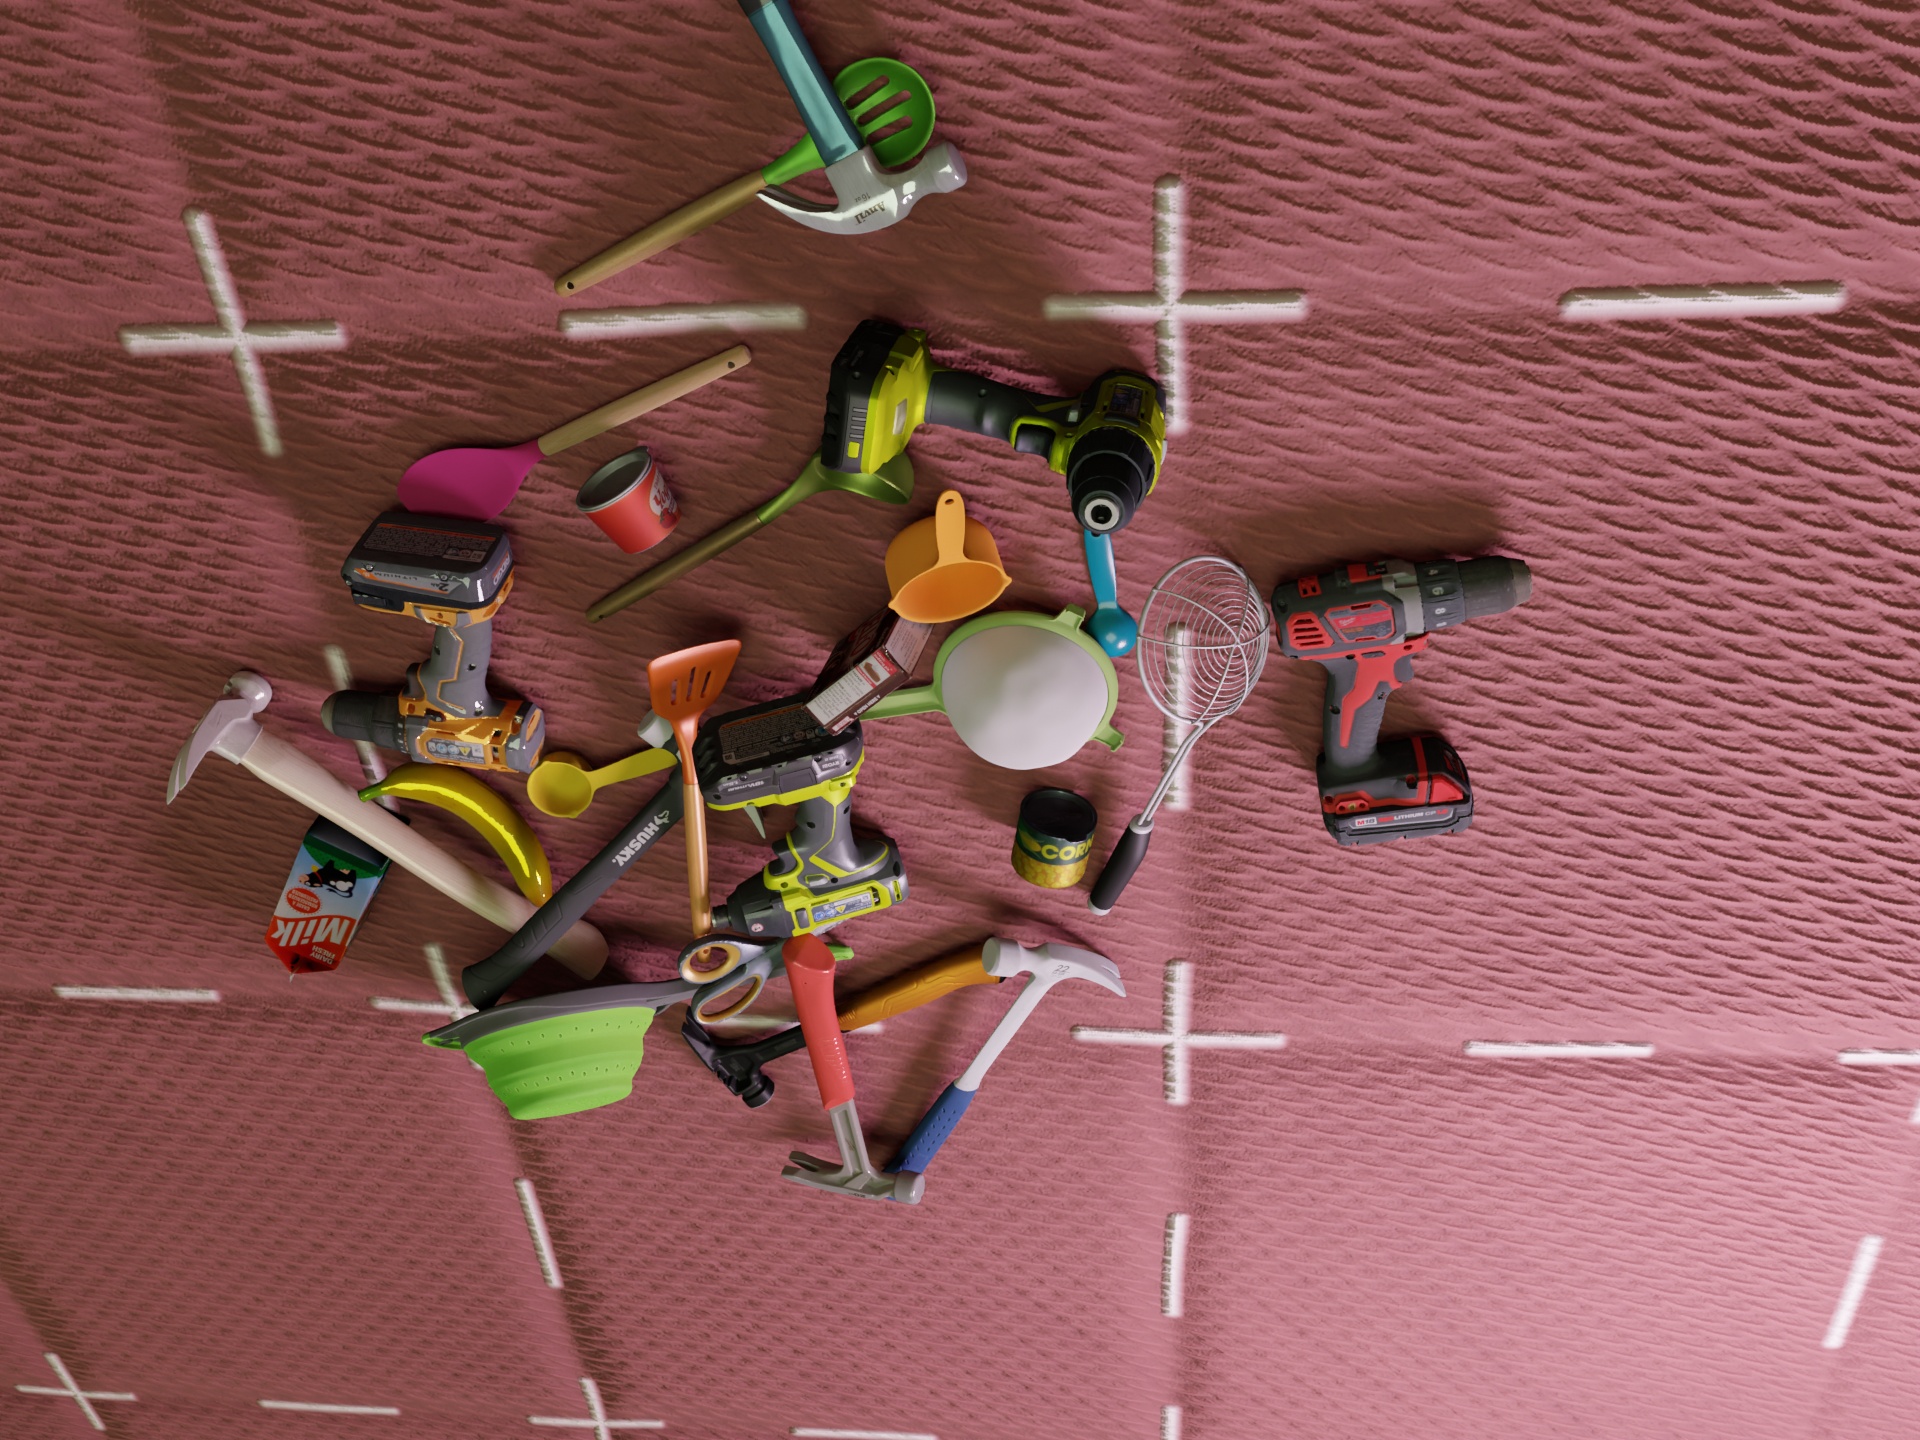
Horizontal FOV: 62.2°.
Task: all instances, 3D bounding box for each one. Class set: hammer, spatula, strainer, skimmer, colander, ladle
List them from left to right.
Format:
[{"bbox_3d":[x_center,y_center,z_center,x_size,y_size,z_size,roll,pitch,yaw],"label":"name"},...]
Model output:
[{"bbox_3d":[-0.489,0.121,1.406,0.410,0.146,0.038,38,122,-23],"label":"hammer"},{"bbox_3d":[-0.317,0.143,1.398,0.334,0.035,0.146,-44,115,13],"label":"hammer"},{"bbox_3d":[-0.286,0.292,1.468,0.397,0.095,0.204,-14,164,0],"label":"colander"},{"bbox_3d":[-0.221,0.075,1.336,0.081,0.041,0.322,-16,122,-29],"label":"spatula"},{"bbox_3d":[-0.172,-0.136,1.229,0.320,0.062,0.078,-25,147,26],"label":"ladle"},{"bbox_3d":[-0.127,-0.459,0.991,0.128,0.033,0.330,-21,112,23],"label":"hammer"},{"bbox_3d":[-0.129,0.333,1.499,0.149,0.037,0.358,7,131,19],"label":"hammer"},{"bbox_3d":[-0.105,0.273,1.512,0.337,0.034,0.127,-25,119,22],"label":"hammer"},{"bbox_3d":[-0.002,-0.004,1.280,0.256,0.069,0.151,-7,130,17],"label":"strainer"},{"bbox_3d":[0.015,0.345,1.531,0.144,0.035,0.405,10,131,-24],"label":"hammer"},{"bbox_3d":[0.154,0.025,1.301,0.127,0.090,0.363,-15,146,-30],"label":"skimmer"}]

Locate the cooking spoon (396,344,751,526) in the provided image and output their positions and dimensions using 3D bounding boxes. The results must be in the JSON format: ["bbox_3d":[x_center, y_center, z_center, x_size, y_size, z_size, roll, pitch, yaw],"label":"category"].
[{"bbox_3d":[-0.296,-0.218,1.210,0.319,0.017,0.068,-19,127,20],"label":"cooking spoon"}]

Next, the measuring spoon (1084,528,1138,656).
[{"bbox_3d":[0.112,-0.100,1.234,0.042,0.021,0.128,-6,125,11],"label":"measuring spoon"}]

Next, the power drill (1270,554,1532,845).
[{"bbox_3d":[0.348,-0.023,1.228,0.188,0.080,0.226,-9,120,13],"label":"power drill"}]

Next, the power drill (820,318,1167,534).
[{"bbox_3d":[0.026,-0.196,1.083,0.228,0.191,0.080,13,123,4],"label":"power drill"}]

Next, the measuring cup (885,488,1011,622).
[{"bbox_3d":[-0.013,-0.136,1.167,0.095,0.052,0.173,-12,154,-6],"label":"measuring cup"}]

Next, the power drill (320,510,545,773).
[{"bbox_3d":[-0.445,-0.057,1.304,0.185,0.084,0.226,7,131,3],"label":"power drill"}]

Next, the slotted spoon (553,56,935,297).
[{"bbox_3d":[-0.154,-0.362,1.089,0.314,0.031,0.070,-20,119,22],"label":"slotted spoon"}]

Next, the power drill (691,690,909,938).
[{"bbox_3d":[-0.142,0.091,1.330,0.171,0.080,0.223,-15,133,-6],"label":"power drill"}]

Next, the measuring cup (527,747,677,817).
[{"bbox_3d":[-0.302,0.039,1.389,0.156,0.029,0.062,-17,119,5],"label":"measuring cup"}]
